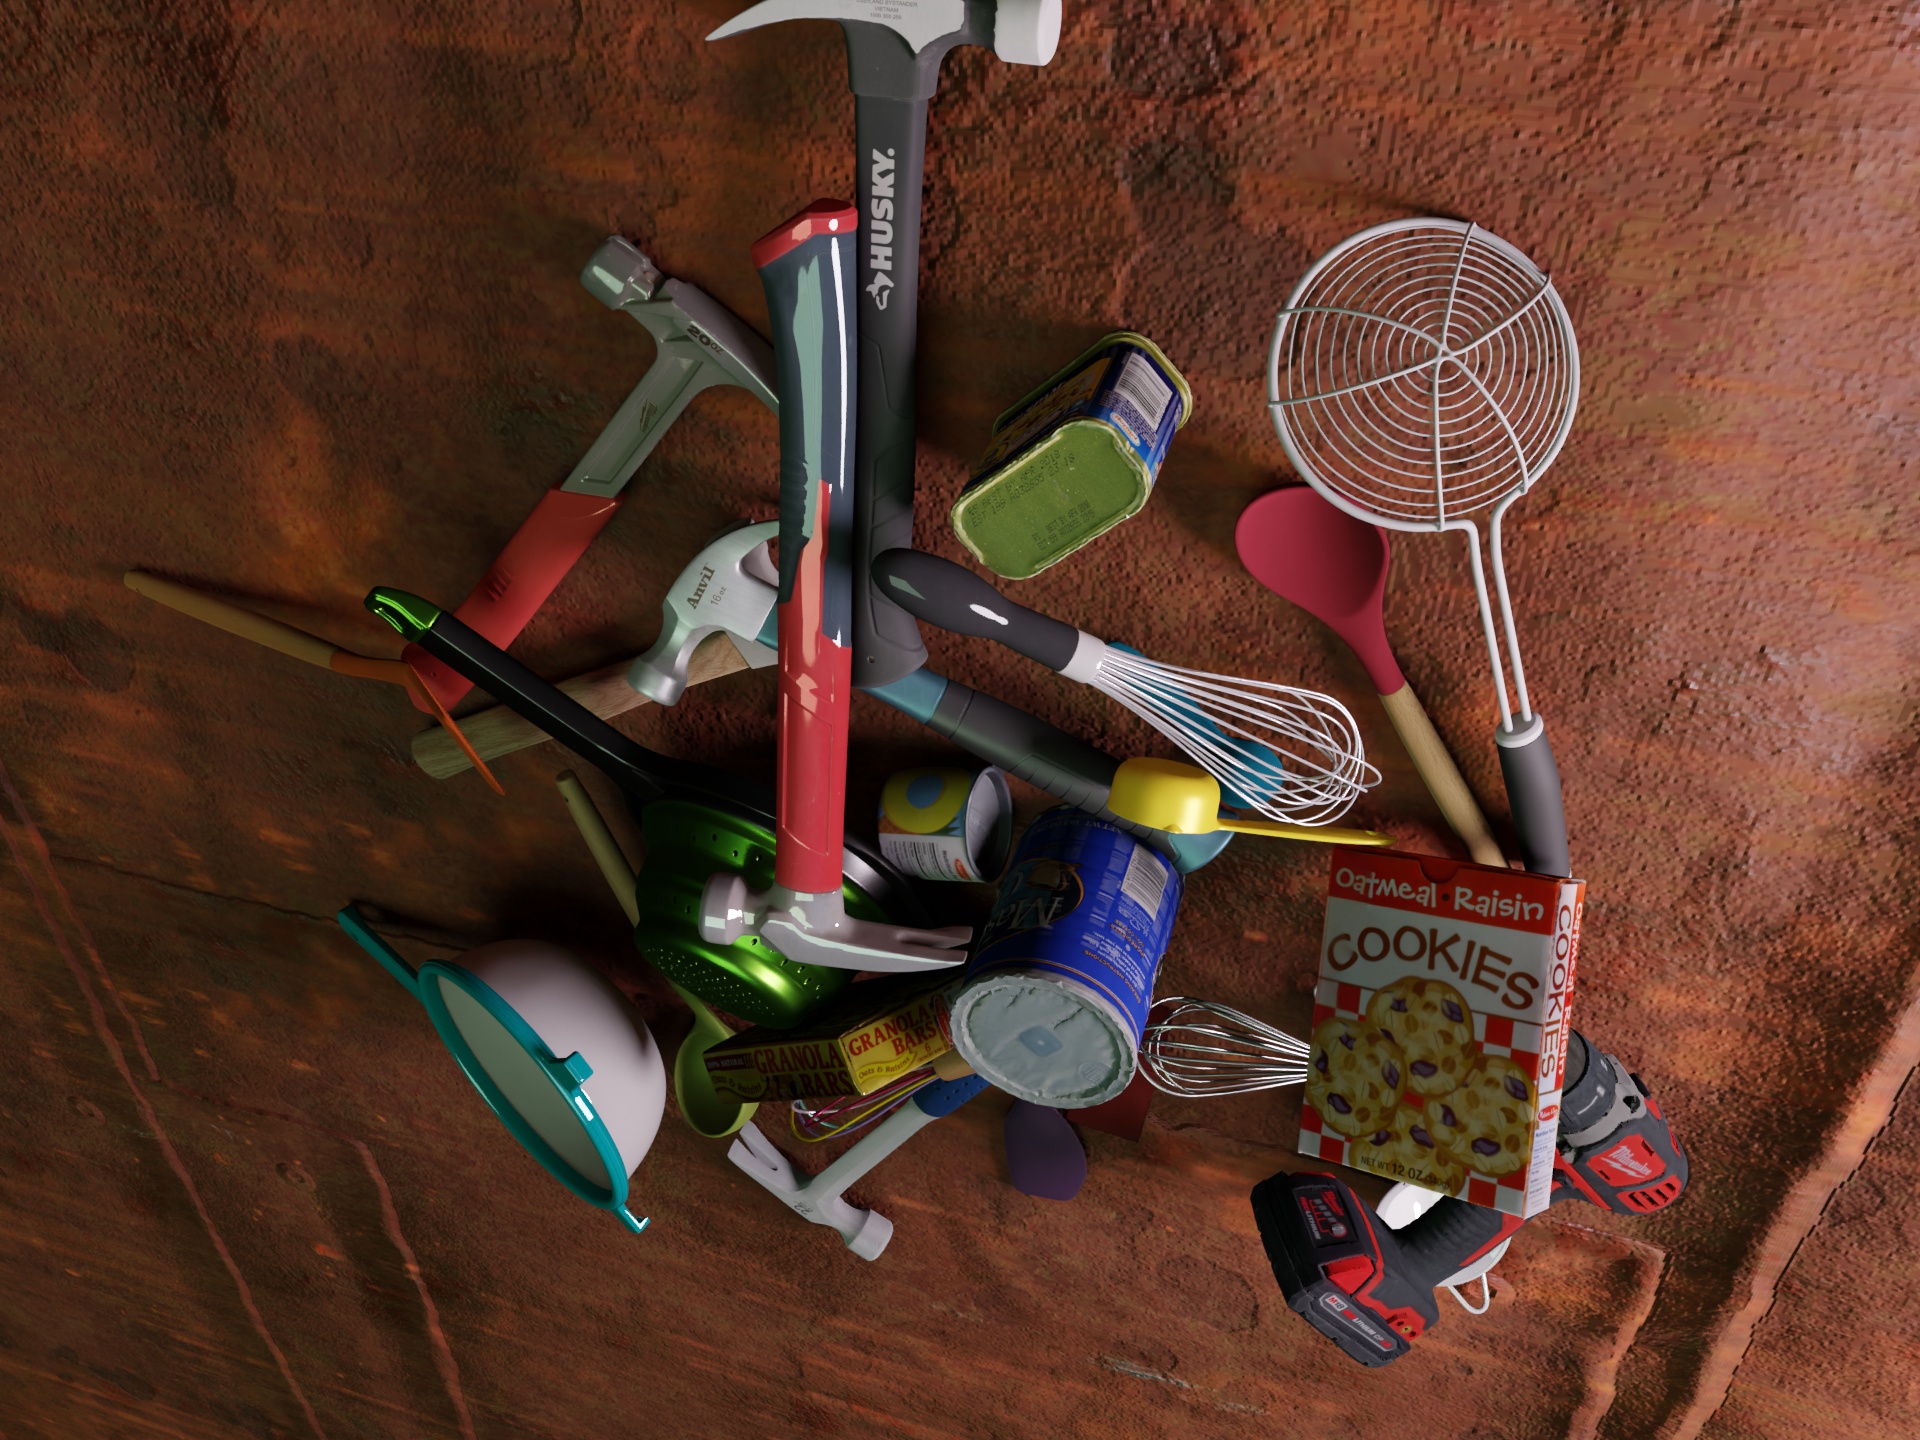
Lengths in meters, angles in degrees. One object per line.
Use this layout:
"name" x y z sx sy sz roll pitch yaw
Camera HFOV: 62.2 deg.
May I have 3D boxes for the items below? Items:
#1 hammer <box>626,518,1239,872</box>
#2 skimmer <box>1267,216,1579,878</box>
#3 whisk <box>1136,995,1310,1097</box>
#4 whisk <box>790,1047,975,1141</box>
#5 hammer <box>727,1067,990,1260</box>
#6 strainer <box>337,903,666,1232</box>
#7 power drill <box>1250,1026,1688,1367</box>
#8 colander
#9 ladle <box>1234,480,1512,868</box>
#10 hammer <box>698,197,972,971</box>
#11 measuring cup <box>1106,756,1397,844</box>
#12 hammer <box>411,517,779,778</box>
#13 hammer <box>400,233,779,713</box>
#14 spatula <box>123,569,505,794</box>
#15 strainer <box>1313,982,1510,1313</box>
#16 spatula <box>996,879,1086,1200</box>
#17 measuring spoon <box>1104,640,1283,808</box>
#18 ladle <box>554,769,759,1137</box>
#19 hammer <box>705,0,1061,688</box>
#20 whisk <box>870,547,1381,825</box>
"hammer" -0.001 -0.003 0.853 0.331 0.033 0.128 27 96 -10
"skimmer" 0.238 -0.055 0.740 0.127 0.090 0.362 -25 131 4
"whisk" 0.212 0.199 0.917 0.246 0.058 0.059 10 151 -10
"whisk" -0.025 0.225 1.001 0.245 0.047 0.051 -26 102 38
"hammer" -0.032 0.265 1.093 0.144 0.035 0.405 35 135 -6
"strainer" -0.317 0.199 1.129 0.341 0.095 0.210 30 143 33
"power drill" 0.278 0.255 0.897 0.226 0.080 0.187 -36 123 15
"colander" -0.186 0.071 0.913 0.396 0.094 0.204 37 154 -19
"ladle" 0.228 0.002 0.799 0.069 0.031 0.315 -16 122 36
"hammer" -0.054 -0.046 0.757 0.143 0.038 0.386 7 119 5
"measuring cup" 0.154 0.043 0.827 0.156 0.062 0.029 7 101 -7
"hammer" -0.214 -0.015 0.960 0.331 0.031 0.130 -17 119 32
"hammer" -0.217 -0.100 0.889 0.149 0.037 0.359 40 130 -12
"spatula" -0.405 -0.038 0.977 0.323 0.041 0.081 19 152 22
"strainer" 0.271 0.258 0.981 0.087 0.050 0.258 -25 111 11
"spatula" 0.047 0.223 1.056 0.060 0.018 0.315 5 130 17
"measuring spoon" 0.121 0.005 0.846 0.128 0.021 0.042 41 130 -15
"ladle" -0.209 0.163 1.070 0.078 0.062 0.319 16 139 39
"hammer" -0.040 -0.165 0.732 0.146 0.035 0.334 11 121 13
"whisk" 0.083 -0.018 0.758 0.284 0.070 0.070 23 135 -21
